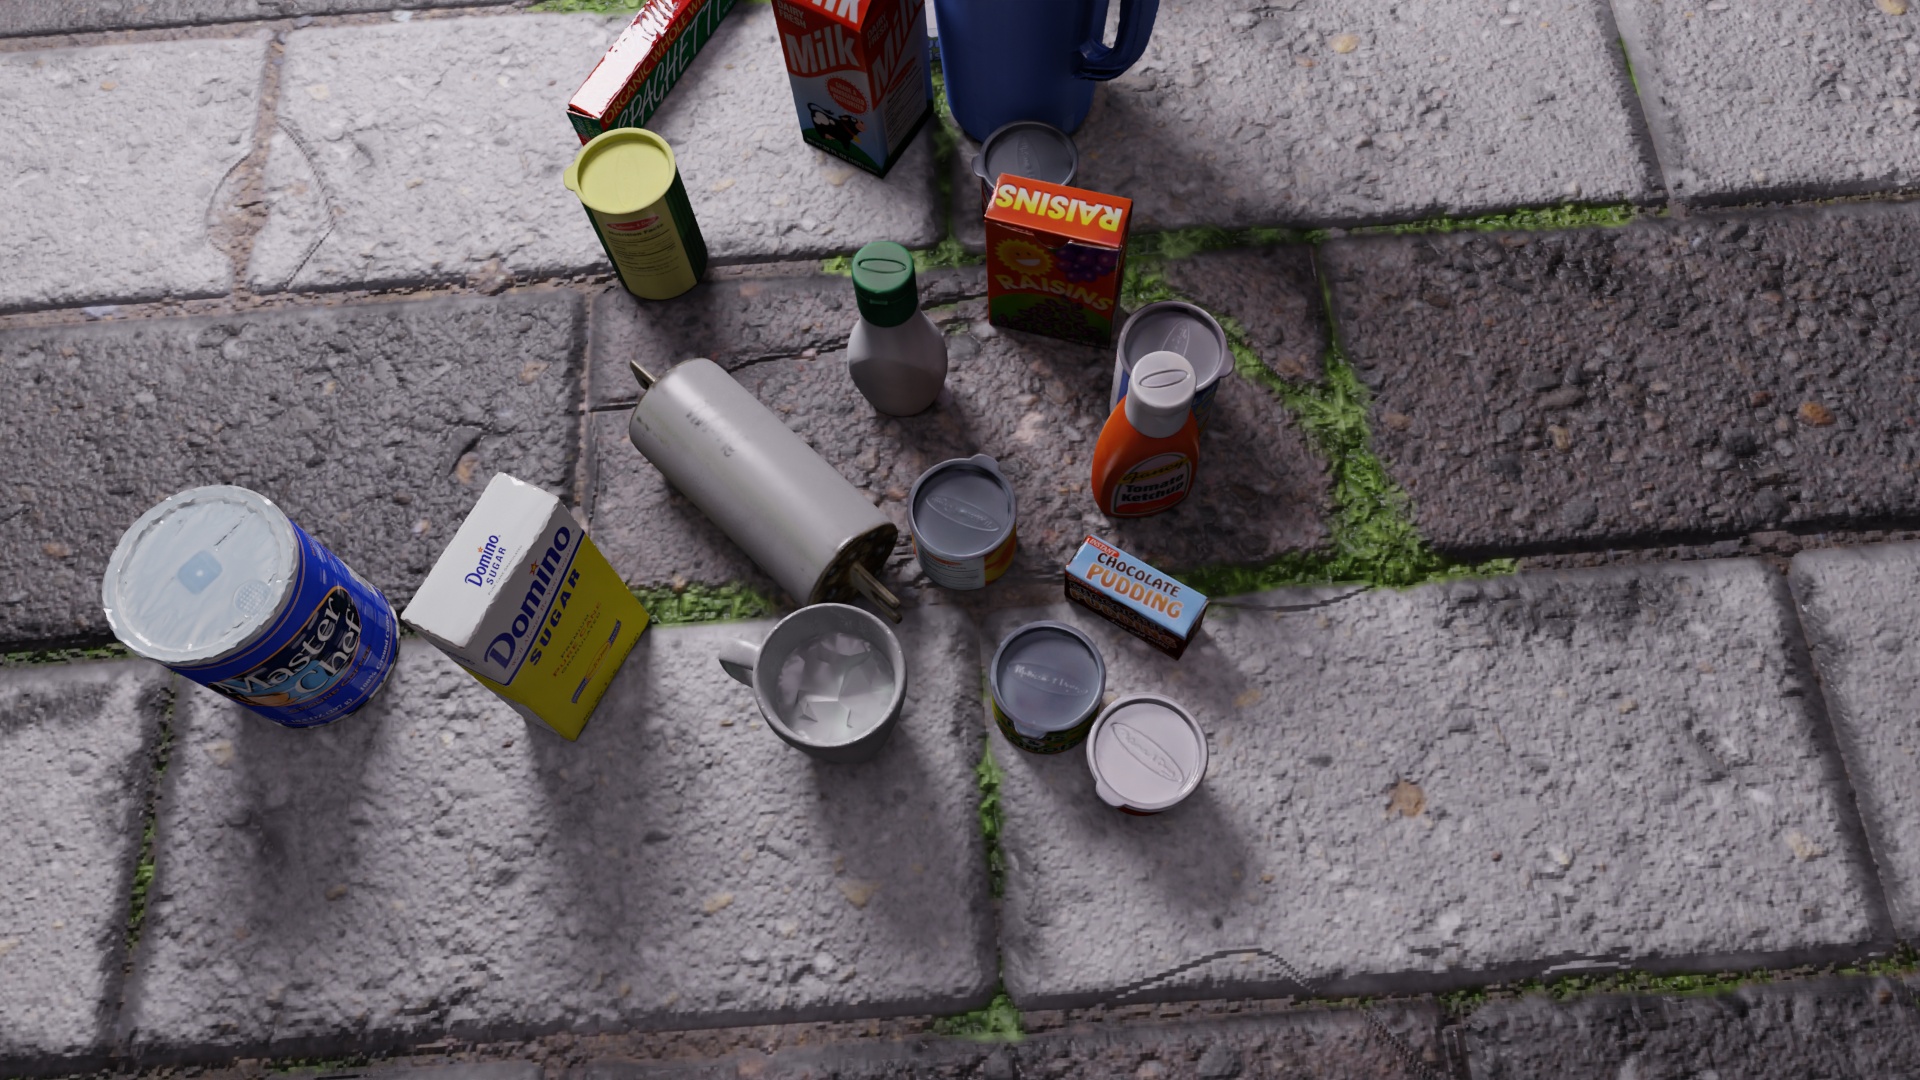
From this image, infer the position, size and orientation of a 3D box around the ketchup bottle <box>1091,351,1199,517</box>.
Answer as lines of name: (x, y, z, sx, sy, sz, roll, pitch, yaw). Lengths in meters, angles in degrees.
ketchup bottle: (0.113, -0.061, 0.823, 0.065, 0.148, 0.043, -13, 68, -3)

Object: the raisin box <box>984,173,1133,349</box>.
raisin box: (0.061, -0.175, 0.886, 0.086, 0.123, 0.040, 14, 69, 8)

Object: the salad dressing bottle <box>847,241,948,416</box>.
salad dressing bottle: (-0.041, -0.128, 0.857, 0.064, 0.147, 0.044, 7, 69, 5)

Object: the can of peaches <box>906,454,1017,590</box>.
can of peaches: (0.003, -0.011, 0.855, 0.071, 0.058, 0.071, -1, 68, 2)

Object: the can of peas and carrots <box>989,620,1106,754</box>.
can of peas and carrots: (0.050, 0.089, 0.812, 0.071, 0.058, 0.071, -1, 68, 2)

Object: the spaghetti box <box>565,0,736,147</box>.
spaghetti box: (-0.204, -0.387, 1.021, 0.029, 0.050, 0.251, 26, 71, 12)

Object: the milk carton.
milk carton: (-0.070, -0.336, 0.920, 0.072, 0.190, 0.073, 29, 72, 13)

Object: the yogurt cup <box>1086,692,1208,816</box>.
yogurt cup: (0.105, 0.126, 0.797, 0.072, 0.053, 0.072, -1, 68, 2)

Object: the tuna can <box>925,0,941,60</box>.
tuna can: (-0.022, -0.388, 1.025, 0.071, 0.032, 0.071, -1, 68, 2)

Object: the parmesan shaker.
parmesan shaker: (-0.213, -0.214, 0.921, 0.071, 0.102, 0.071, -1, 68, 2)

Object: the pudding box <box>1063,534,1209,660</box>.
pudding box: (0.105, 0.034, 0.838, 0.084, 0.049, 0.030, 30, 72, 13)

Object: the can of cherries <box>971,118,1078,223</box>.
can of cherries: (0.044, -0.243, 0.949, 0.071, 0.058, 0.072, -1, 68, 2)

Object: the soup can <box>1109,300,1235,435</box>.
soup can: (0.132, -0.100, 0.874, 0.071, 0.083, 0.071, -1, 68, 2)
